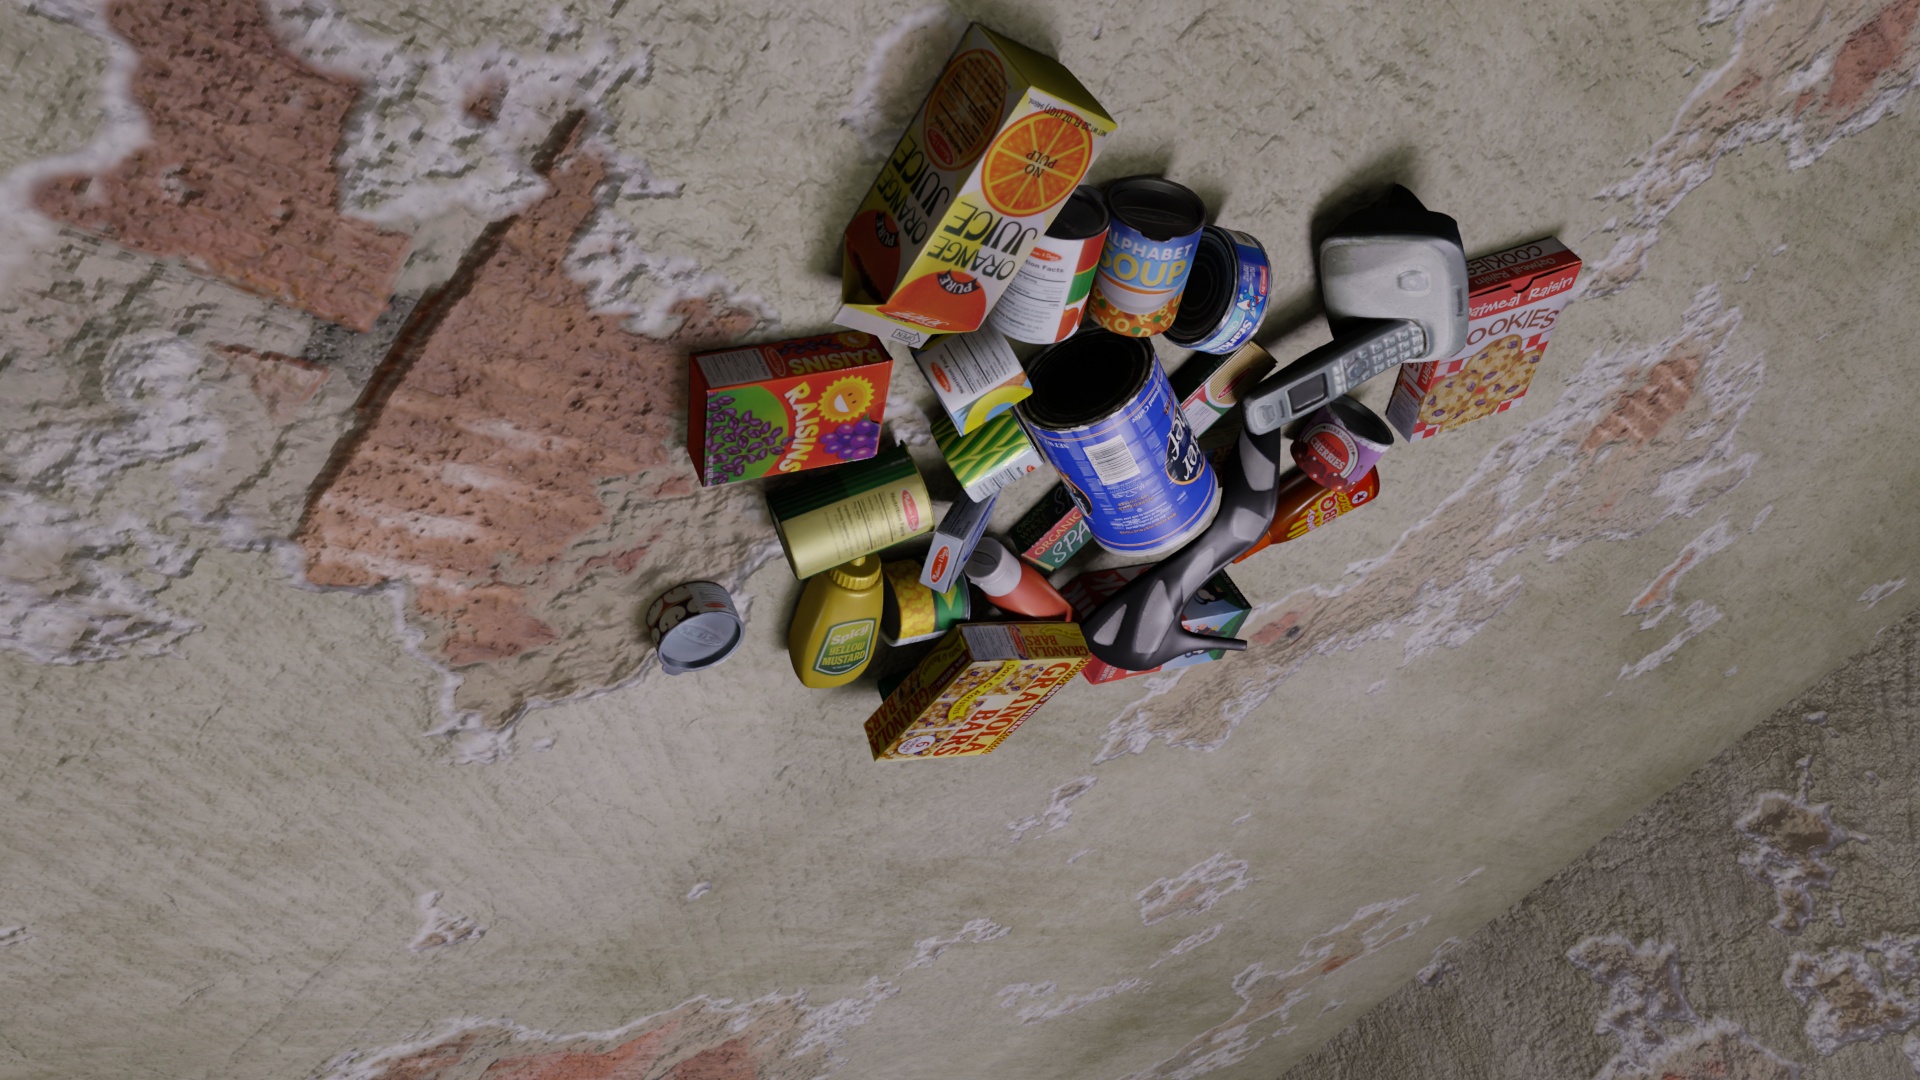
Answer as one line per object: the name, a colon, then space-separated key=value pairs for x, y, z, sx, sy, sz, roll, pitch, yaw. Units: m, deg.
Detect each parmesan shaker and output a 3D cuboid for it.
parmesan shaker: x=-0.079 y=-0.022 z=0.978 sx=0.103 sy=0.071 sz=0.071 roll=-20 pitch=143 yaw=-11

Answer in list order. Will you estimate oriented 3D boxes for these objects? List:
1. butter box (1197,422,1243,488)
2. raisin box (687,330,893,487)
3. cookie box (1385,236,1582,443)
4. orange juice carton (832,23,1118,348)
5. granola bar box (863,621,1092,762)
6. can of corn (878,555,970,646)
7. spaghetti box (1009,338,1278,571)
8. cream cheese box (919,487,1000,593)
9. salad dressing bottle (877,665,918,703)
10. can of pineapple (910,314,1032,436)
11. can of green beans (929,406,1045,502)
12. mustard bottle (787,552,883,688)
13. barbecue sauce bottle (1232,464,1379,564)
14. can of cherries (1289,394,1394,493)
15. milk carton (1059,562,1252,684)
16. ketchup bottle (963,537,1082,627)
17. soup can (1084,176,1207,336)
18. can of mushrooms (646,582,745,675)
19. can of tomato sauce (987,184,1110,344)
butter box: x=0.214 y=-0.068 z=1.157 sx=0.104 sy=0.024 sz=0.052 roll=-14 pitch=140 yaw=-21
raisin box: x=-0.111 y=-0.086 z=0.899 sx=0.124 sy=0.040 sz=0.085 roll=-12 pitch=140 yaw=-24
cookie box: x=0.443 y=-0.168 z=1.182 sx=0.123 sy=0.040 sz=0.166 roll=-18 pitch=142 yaw=-15
orange juice carton: x=-0.002 y=-0.194 z=0.817 sx=0.072 sy=0.073 sz=0.191 roll=9 pitch=130 yaw=-41
granola bar box: x=0.012 y=0.125 z=1.146 sx=0.124 sy=0.039 sz=0.164 roll=2 pitch=144 yaw=-36
can of corn: x=-0.033 y=0.043 z=1.088 sx=0.058 sy=0.071 sz=0.070 roll=-11 pitch=140 yaw=-24
spaghetti box: x=0.141 y=-0.070 z=1.100 sx=0.249 sy=0.029 sz=0.050 roll=-44 pitch=142 yaw=18
cream cheese box: x=0.004 y=-0.013 z=1.025 sx=0.104 sy=0.024 sz=0.053 roll=-59 pitch=172 yaw=-49
salad dressing bottle: x=0.002 y=0.114 z=1.213 sx=0.148 sy=0.044 sz=0.064 roll=-19 pitch=149 yaw=-11
can of pineapple: x=0.008 y=-0.112 z=0.929 sx=0.058 sy=0.071 sz=0.070 roll=-31 pitch=144 yaw=2
can of green beans: x=0.019 y=-0.069 z=0.985 sx=0.058 sy=0.071 sz=0.071 roll=-31 pitch=144 yaw=6
mustard bottle: x=-0.091 y=0.049 z=1.066 sx=0.065 sy=0.049 sz=0.159 roll=-10 pitch=140 yaw=-28
barbecue sauce bottle: x=0.302 y=-0.029 z=1.248 sx=0.148 sy=0.044 sz=0.064 roll=-28 pitch=145 yaw=-2
can of cherries: x=0.322 y=-0.082 z=1.178 sx=0.071 sy=0.072 sz=0.058 roll=5 pitch=133 yaw=-38
milk carton: x=0.157 y=0.073 z=1.246 sx=0.191 sy=0.072 sz=0.073 roll=-7 pitch=138 yaw=-28
ketchup bottle: x=0.047 y=0.042 z=1.134 sx=0.043 sy=0.065 sz=0.148 roll=-63 pitch=147 yaw=-10
soup can: x=0.119 y=-0.184 z=0.913 sx=0.071 sy=0.071 sz=0.083 roll=-13 pitch=141 yaw=-21
can of mushrooms: x=-0.197 y=0.065 z=1.026 sx=0.071 sy=0.033 sz=0.070 roll=-19 pitch=143 yaw=-15
can of tomato sauce: x=0.054 y=-0.178 z=0.882 sx=0.071 sy=0.071 sz=0.082 roll=-12 pitch=141 yaw=-23
